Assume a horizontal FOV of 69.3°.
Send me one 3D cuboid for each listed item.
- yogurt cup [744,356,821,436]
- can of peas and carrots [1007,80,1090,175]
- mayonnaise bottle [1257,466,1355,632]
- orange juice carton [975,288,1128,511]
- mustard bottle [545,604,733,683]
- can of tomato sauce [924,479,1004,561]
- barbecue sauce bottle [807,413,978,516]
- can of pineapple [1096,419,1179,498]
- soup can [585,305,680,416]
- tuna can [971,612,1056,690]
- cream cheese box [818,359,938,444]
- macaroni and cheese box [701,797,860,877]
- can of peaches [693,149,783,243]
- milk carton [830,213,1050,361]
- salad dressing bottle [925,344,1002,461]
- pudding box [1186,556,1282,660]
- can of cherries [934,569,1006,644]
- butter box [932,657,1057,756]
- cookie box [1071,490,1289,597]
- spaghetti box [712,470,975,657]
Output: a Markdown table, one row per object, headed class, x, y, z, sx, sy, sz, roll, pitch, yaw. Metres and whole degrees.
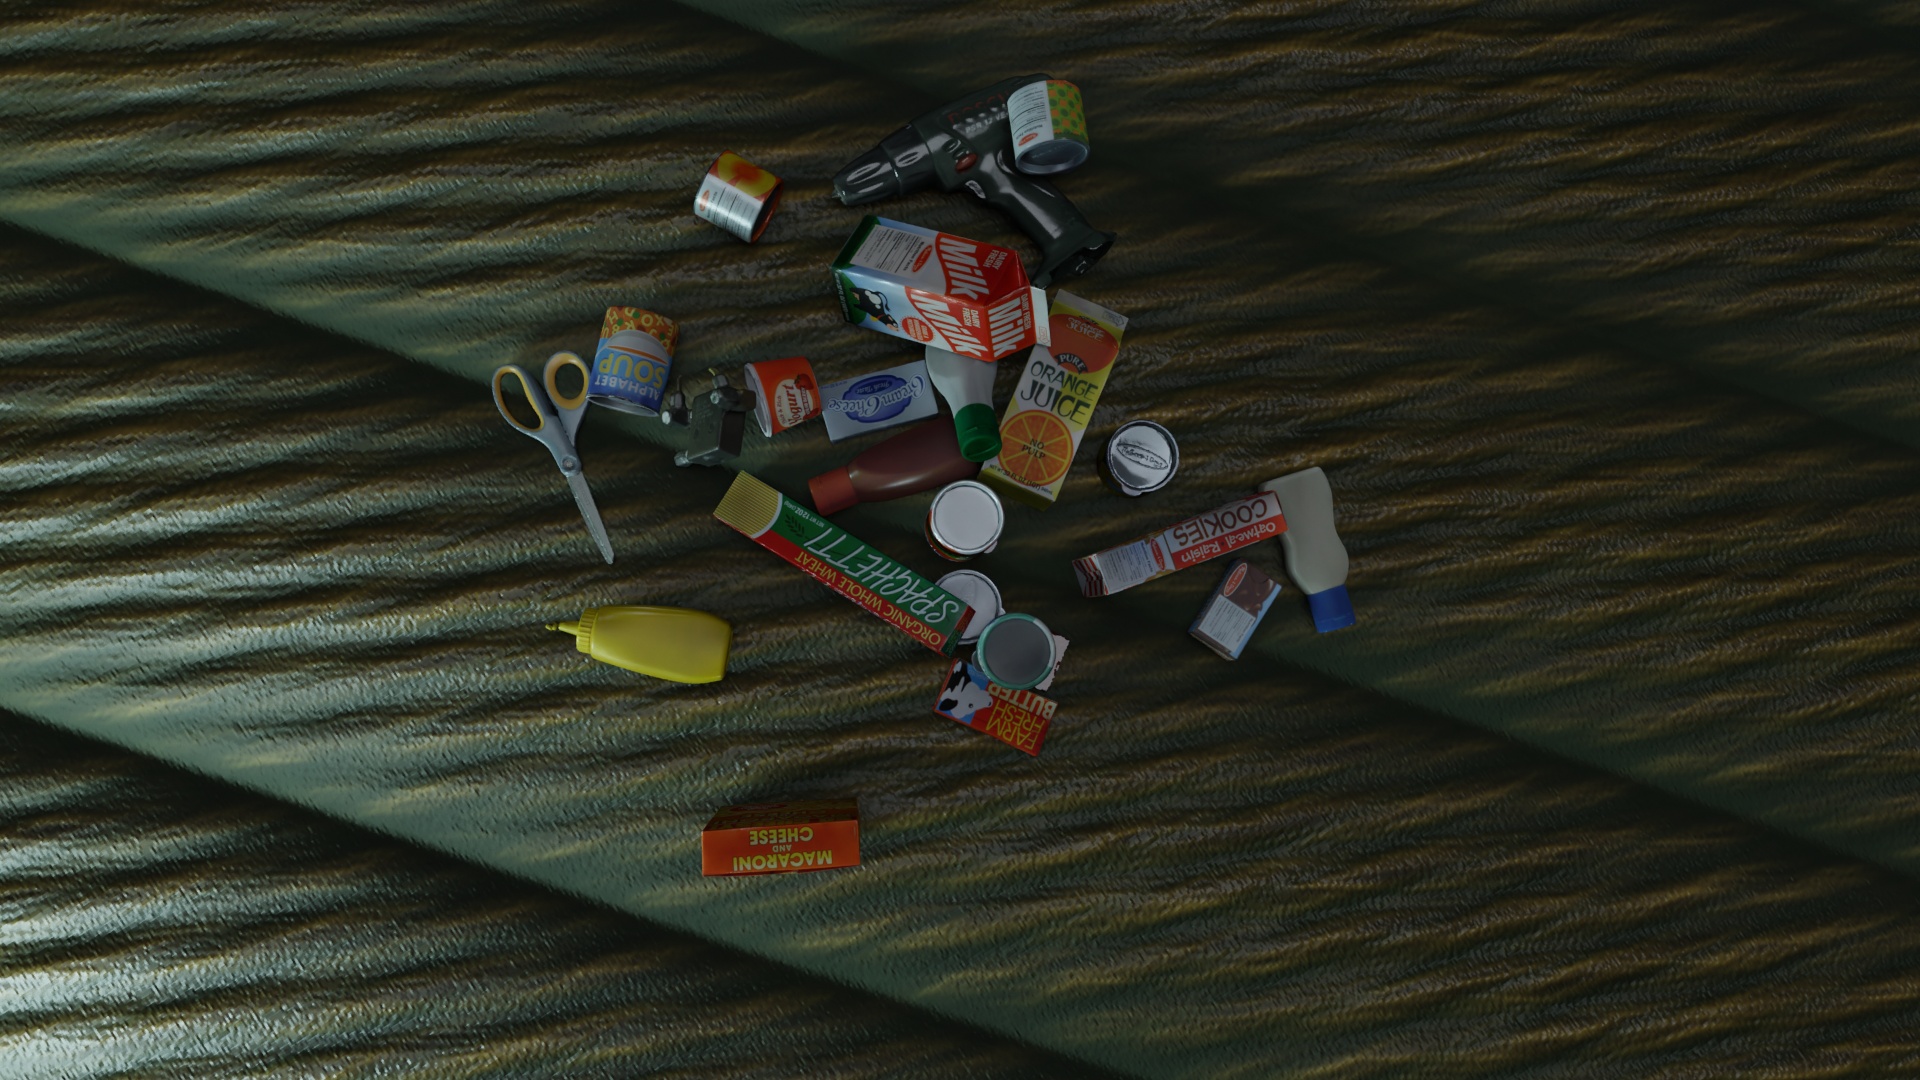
| class | x | y | z | sx | sy | sz | roll | pitch | yaw |
| --- | --- | --- | --- | --- | --- | --- | --- | --- | --- |
| yogurt cup | -0.158 | -0.132 | 1.245 | 0.054 | 0.072 | 0.072 | -18 | 87 | -14 |
| can of peas and carrots | 0.078 | -0.361 | 1.219 | 0.071 | 0.071 | 0.059 | -6 | 80 | -5 |
| mayonnaise bottle | 0.325 | 0.010 | 1.283 | 0.065 | 0.041 | 0.148 | -17 | 87 | -5 |
| orange juice carton | 0.085 | -0.130 | 1.259 | 0.072 | 0.073 | 0.193 | 24 | 83 | -2 |
| mustard bottle | -0.282 | 0.085 | 1.220 | 0.160 | 0.049 | 0.065 | 10 | 84 | -3 |
| can of tomato sauce | 0.004 | -0.016 | 1.236 | 0.071 | 0.083 | 0.071 | 0 | 85 | -4 |
| barbecue sauce bottle | -0.062 | -0.064 | 1.251 | 0.148 | 0.043 | 0.065 | -20 | 46 | -1 |
| can of pineapple | 0.160 | -0.072 | 1.268 | 0.071 | 0.058 | 0.071 | 0 | 85 | -4 |
| soup can | -0.290 | -0.159 | 1.232 | 0.071 | 0.071 | 0.084 | 12 | 84 | -4 |
| tuna can | 0.045 | 0.094 | 1.176 | 0.071 | 0.033 | 0.071 | 0 | 86 | -3 |
| cream cheese box | -0.076 | -0.127 | 1.270 | 0.104 | 0.024 | 0.053 | -15 | 87 | -6 |
| macaroni and cheese box | -0.145 | 0.246 | 1.157 | 0.124 | 0.166 | 0.040 | -3 | 86 | -5 |
| can of peaches | -0.199 | -0.312 | 1.258 | 0.058 | 0.071 | 0.071 | 28 | 83 | -1 |
| milk carton | -0.010 | -0.217 | 1.219 | 0.191 | 0.072 | 0.074 | 18 | 60 | 20 |
| salad dressing bottle | 0.006 | -0.137 | 1.233 | 0.064 | 0.044 | 0.148 | -21 | 53 | 13 |
| pudding box | 0.252 | 0.063 | 1.277 | 0.049 | 0.030 | 0.084 | 33 | 83 | 0 |
| can of cherries | 0.004 | 0.062 | 1.242 | 0.071 | 0.058 | 0.071 | 1 | 84 | -5 |
| butter box | 0.032 | 0.150 | 1.252 | 0.103 | 0.024 | 0.053 | 25 | 82 | -2 |
| cookie box | 0.191 | 0.004 | 1.230 | 0.168 | 0.123 | 0.040 | -19 | 88 | -6 |
| spaghetti box | -0.103 | 0.019 | 1.217 | 0.250 | 0.028 | 0.050 | 30 | 84 | 16 |
